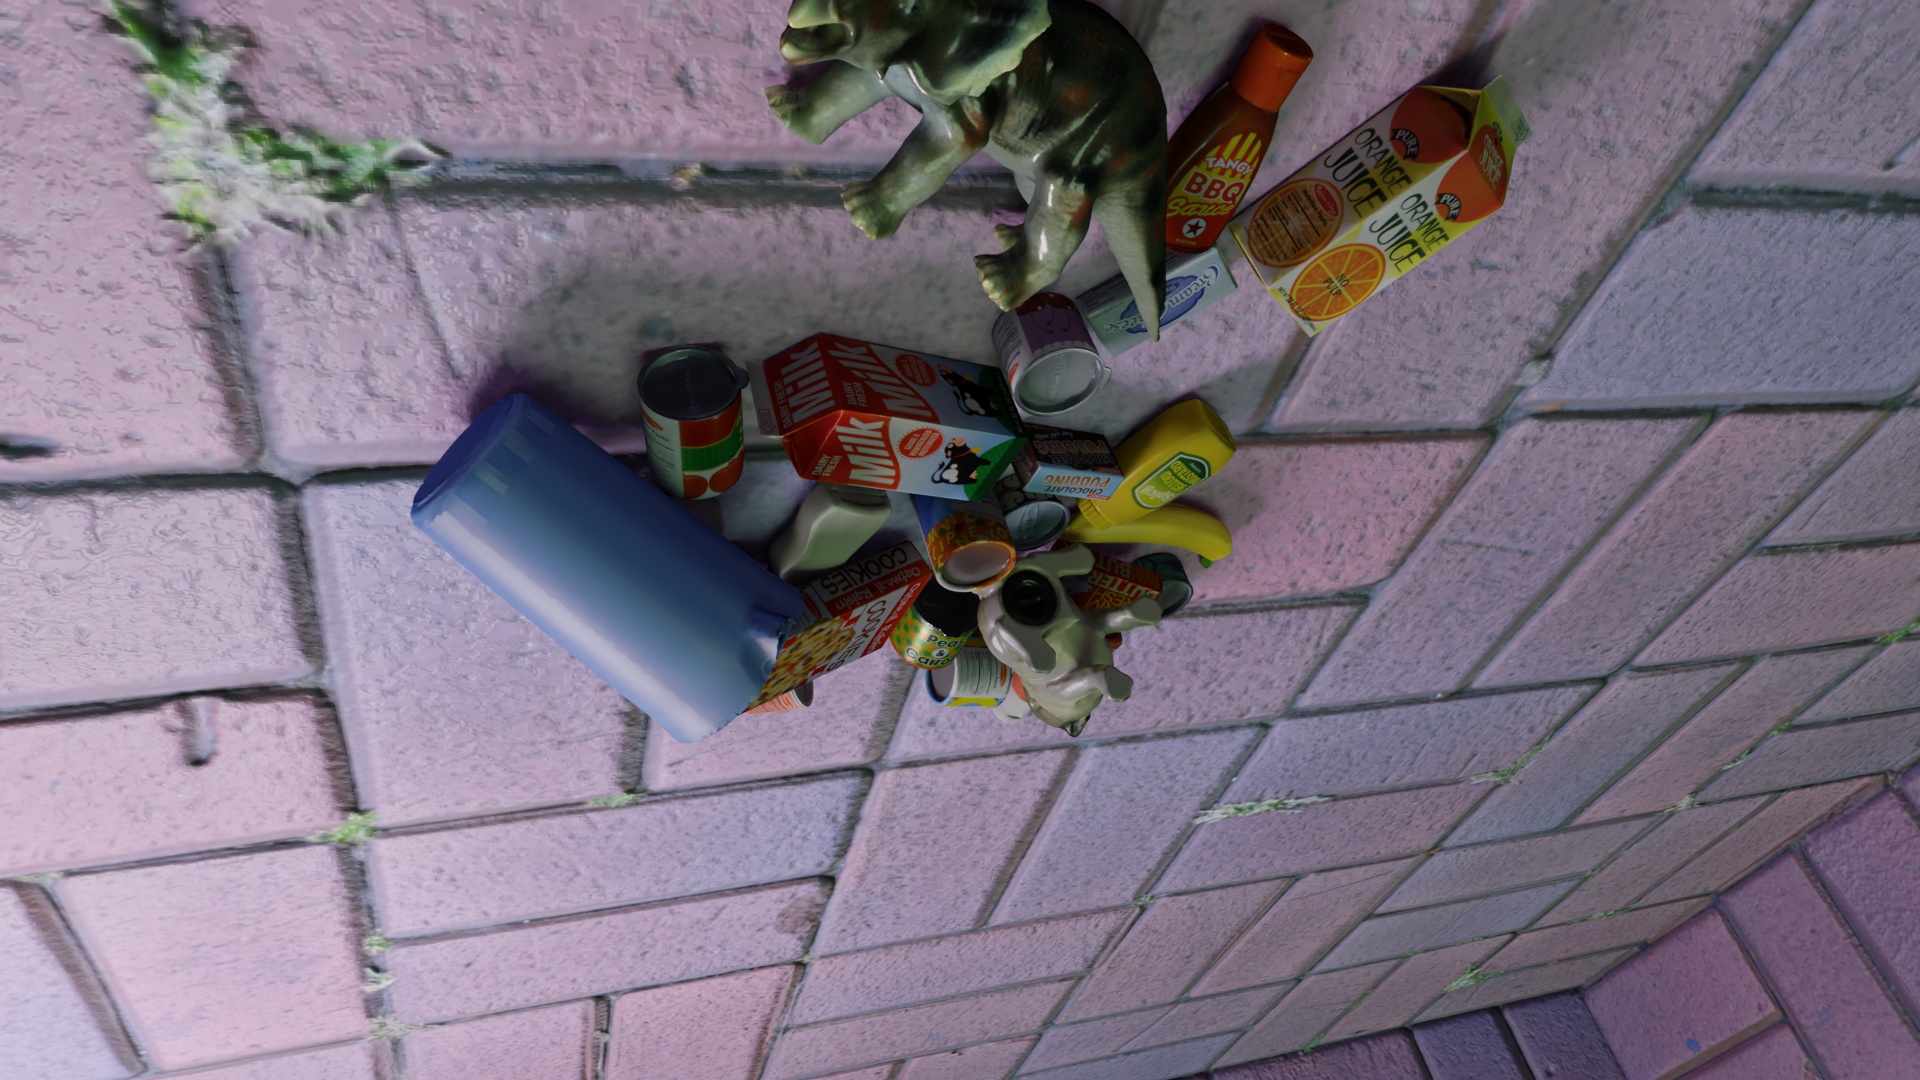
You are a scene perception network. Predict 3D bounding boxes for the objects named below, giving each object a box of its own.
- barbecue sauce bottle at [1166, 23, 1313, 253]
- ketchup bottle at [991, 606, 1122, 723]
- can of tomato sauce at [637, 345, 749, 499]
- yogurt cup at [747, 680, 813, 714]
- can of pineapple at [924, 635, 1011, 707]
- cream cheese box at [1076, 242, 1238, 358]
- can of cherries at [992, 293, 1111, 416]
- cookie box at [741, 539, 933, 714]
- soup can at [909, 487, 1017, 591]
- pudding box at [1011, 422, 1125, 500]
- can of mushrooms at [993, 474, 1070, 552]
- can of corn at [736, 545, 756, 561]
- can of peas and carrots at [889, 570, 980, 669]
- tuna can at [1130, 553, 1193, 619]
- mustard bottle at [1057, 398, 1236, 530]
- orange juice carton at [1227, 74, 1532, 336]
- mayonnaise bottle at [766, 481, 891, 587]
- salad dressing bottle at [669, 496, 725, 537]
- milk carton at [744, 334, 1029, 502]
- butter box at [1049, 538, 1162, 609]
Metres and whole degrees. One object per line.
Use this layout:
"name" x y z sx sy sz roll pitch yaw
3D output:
"barbecue sauce bottle" 0.165 -0.250 0.871 0.065 0.044 0.147 4 138 -28
"ketchup bottle" 0.086 0.122 1.336 0.065 0.044 0.148 17 132 -35
"can of tomato sauce" -0.176 -0.078 0.926 0.071 0.071 0.082 -9 144 -13
"yogurt cup" -0.163 0.118 1.199 0.054 0.073 0.072 -15 145 10
"can of pineapple" 0.005 0.120 1.277 0.058 0.071 0.070 5 138 -28
"cream cheese box" 0.139 -0.174 0.978 0.103 0.024 0.053 -28 144 12
"can of cherries" 0.063 -0.130 0.973 0.071 0.058 0.071 -12 143 -9
"cookie box" -0.114 0.071 1.117 0.168 0.040 0.122 -24 160 -38
"soup can" 0.004 -0.014 1.080 0.071 0.084 0.071 -12 144 -9
"pudding box" 0.081 -0.060 1.082 0.084 0.050 0.030 6 136 -31
"can of mushrooms" 0.051 -0.023 1.133 0.071 0.033 0.070 -13 145 -9
"can of corn" -0.194 0.043 1.083 0.071 0.071 0.058 -3 142 -21
"can of peas and carrots" -0.022 0.071 1.193 0.071 0.071 0.058 2 140 -27
"tuna can" 0.176 0.043 1.280 0.071 0.033 0.070 -13 144 -9
"mustard bottle" 0.144 -0.049 1.126 0.160 0.049 0.065 -36 137 23
"orange juice carton" 0.286 -0.230 0.928 0.192 0.073 0.071 -35 141 20
"mayonnaise bottle" -0.117 0.007 1.090 0.065 0.041 0.147 6 140 -41
"salad dressing bottle" -0.248 0.000 1.018 0.148 0.044 0.064 -7 143 -14
"milk carton" -0.057 -0.085 0.965 0.191 0.072 0.073 7 138 -32
"butter box" 0.121 0.037 1.223 0.103 0.024 0.052 19 135 -10
